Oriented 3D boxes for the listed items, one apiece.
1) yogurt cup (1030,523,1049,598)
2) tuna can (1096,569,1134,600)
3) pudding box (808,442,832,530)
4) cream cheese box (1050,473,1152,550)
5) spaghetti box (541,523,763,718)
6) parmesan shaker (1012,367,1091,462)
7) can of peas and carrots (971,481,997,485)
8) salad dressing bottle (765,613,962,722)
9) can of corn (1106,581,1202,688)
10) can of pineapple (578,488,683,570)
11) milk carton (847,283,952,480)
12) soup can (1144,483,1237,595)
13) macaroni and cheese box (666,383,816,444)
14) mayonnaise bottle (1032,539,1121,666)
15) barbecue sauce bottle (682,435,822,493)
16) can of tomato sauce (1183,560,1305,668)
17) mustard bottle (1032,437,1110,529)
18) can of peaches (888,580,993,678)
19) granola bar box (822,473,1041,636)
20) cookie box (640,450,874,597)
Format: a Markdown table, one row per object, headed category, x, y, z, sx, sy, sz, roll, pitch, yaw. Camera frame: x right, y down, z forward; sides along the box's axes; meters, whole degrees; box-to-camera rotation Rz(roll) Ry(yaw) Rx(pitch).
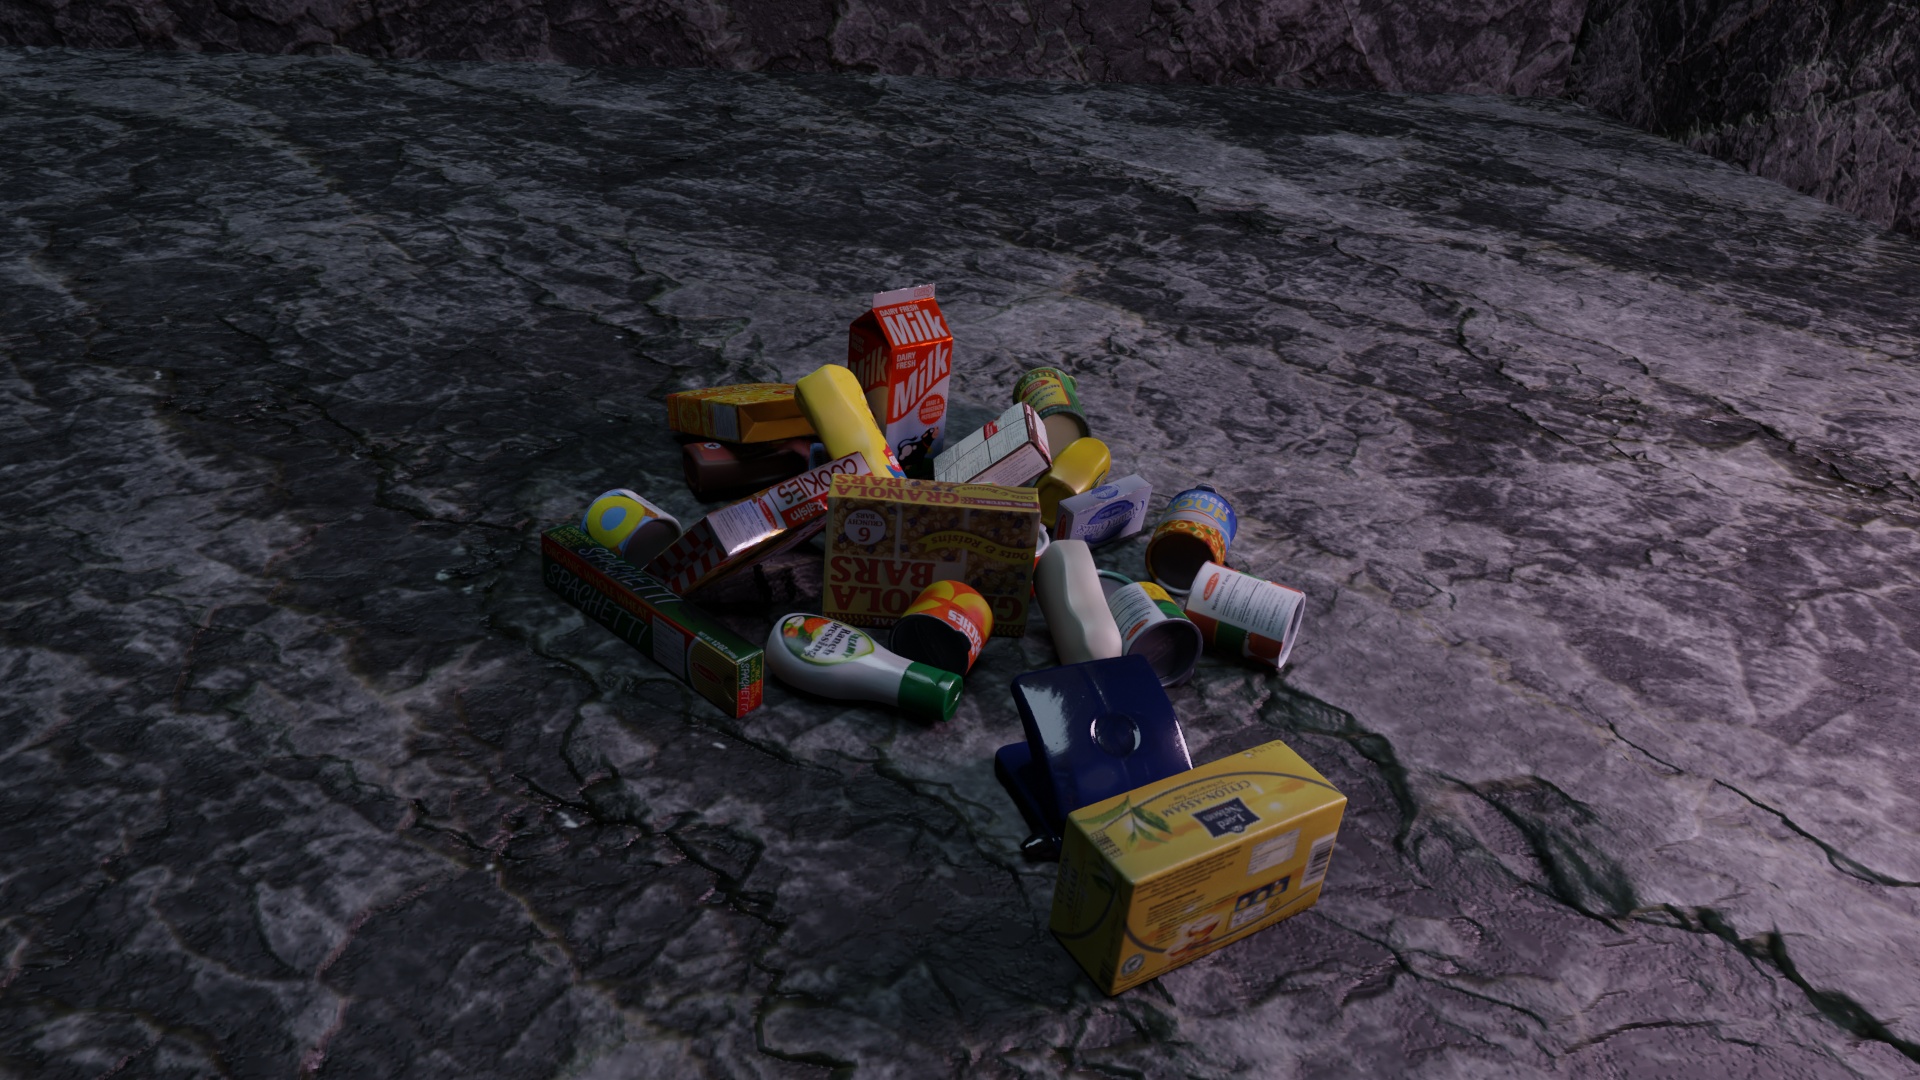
| category | x | y | z | sx | sy | sz | roll | pitch | yaw |
| --- | --- | --- | --- | --- | --- | --- | --- | --- | --- |
| yogurt cup | 0.039 | 0.019 | 1.182 | 0.072 | 0.053 | 0.073 | 4 | 30 | -2 |
| tuna can | 0.118 | 0.055 | 1.153 | 0.071 | 0.032 | 0.071 | 4 | 30 | -2 |
| pudding box | -0.127 | -0.050 | 1.280 | 0.030 | 0.049 | 0.084 | 4 | 30 | -6 |
| cream cheese box | 0.128 | -0.022 | 1.268 | 0.104 | 0.053 | 0.024 | -20 | 44 | -36 |
| spaghetti box | -0.244 | 0.057 | 1.076 | 0.250 | 0.050 | 0.029 | 28 | 35 | 34 |
| parmesan shaker | 0.096 | -0.129 | 1.432 | 0.071 | 0.071 | 0.103 | 0 | 30 | -8 |
| can of peas and carrots | 0.004 | -0.015 | 1.227 | 0.059 | 0.070 | 0.071 | -5 | 31 | -19 |
| salad dressing bottle | -0.072 | 0.097 | 1.040 | 0.148 | 0.043 | 0.064 | 16 | 36 | 18 |
| can of corn | 0.149 | 0.076 | 1.093 | 0.071 | 0.070 | 0.058 | -6 | 31 | -19 |
| can of pineapple | -0.275 | -0.001 | 1.157 | 0.058 | 0.070 | 0.071 | 28 | 37 | 34 |
| milk carton | -0.060 | -0.150 | 1.322 | 0.072 | 0.189 | 0.073 | -17 | 37 | -34 |
| soup can | 0.204 | -0.001 | 1.226 | 0.071 | 0.071 | 0.084 | 14 | 31 | 15 |
| macaroni and cheese box | -0.196 | -0.127 | 1.353 | 0.124 | 0.040 | 0.166 | -11 | 14 | -33 |
| mayonnaise bottle | 0.096 | 0.072 | 1.072 | 0.041 | 0.064 | 0.149 | -2 | 50 | -21 |
| barbecue sauce bottle | -0.185 | -0.076 | 1.322 | 0.149 | 0.043 | 0.065 | -9 | 25 | -23 |
| can of tomato sauce | 0.231 | 0.061 | 1.131 | 0.083 | 0.070 | 0.071 | 19 | 32 | 21 |
| mustard bottle | 0.112 | -0.065 | 1.329 | 0.049 | 0.065 | 0.161 | 35 | 33 | 6 |
| can of peaches | -0.012 | 0.071 | 1.069 | 0.071 | 0.071 | 0.058 | 15 | 30 | 16 |
| granola bar box | -0.025 | 0.013 | 1.112 | 0.166 | 0.123 | 0.039 | 4 | 32 | -2 |
| cookie box | -0.163 | -0.011 | 1.142 | 0.168 | 0.122 | 0.040 | -27 | 87 | -43 |
